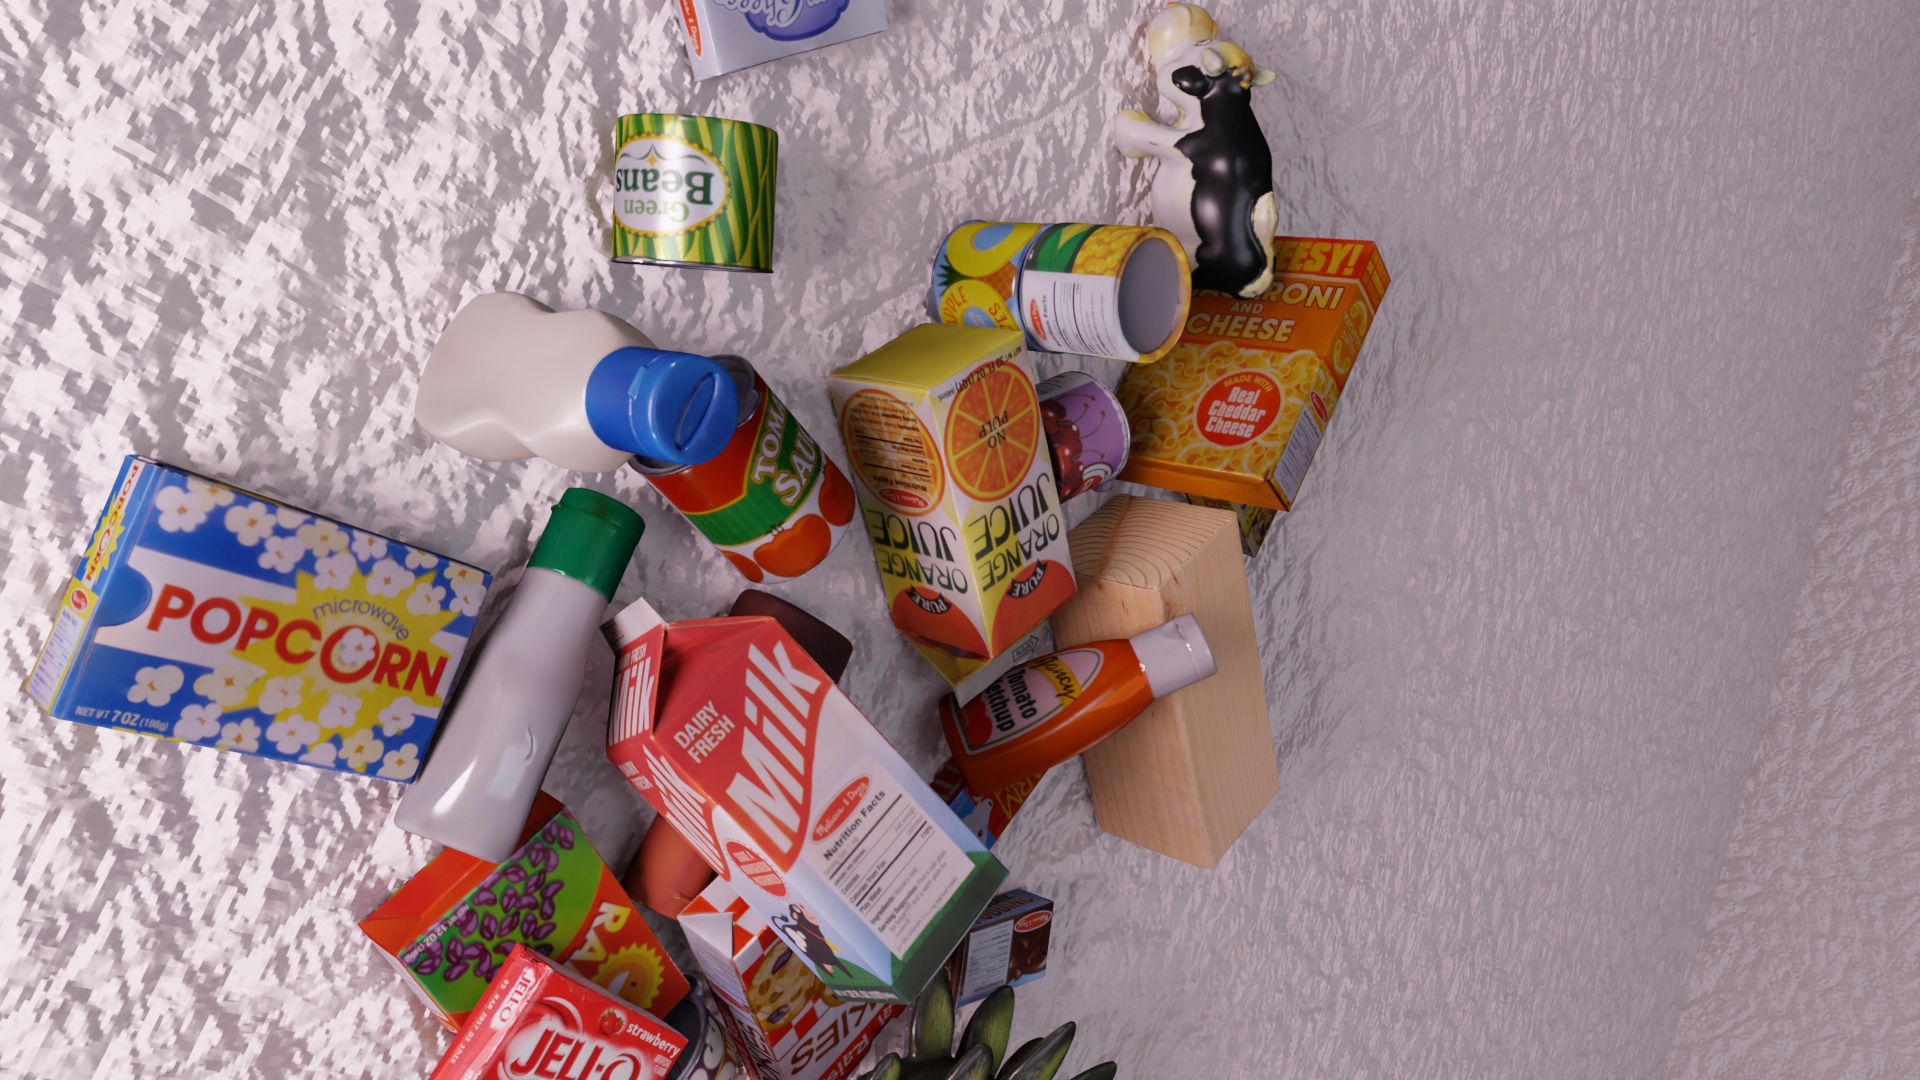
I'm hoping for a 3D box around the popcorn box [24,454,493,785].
[{"bbox_3d":[-0.239,0.031,0.487,0.126,0.038,0.085,26,81,-48],"label":"popcorn box"}]

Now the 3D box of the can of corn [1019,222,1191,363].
[{"bbox_3d":[0.074,-0.124,0.686,0.071,0.058,0.071,-16,112,-44],"label":"can of corn"}]

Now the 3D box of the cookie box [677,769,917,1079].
[{"bbox_3d":[-0.063,0.196,0.686,0.123,0.040,0.166,-43,144,-32],"label":"cookie box"}]

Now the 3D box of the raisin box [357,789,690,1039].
[{"bbox_3d":[-0.180,0.177,0.587,0.086,0.040,0.123,-44,128,-31],"label":"raisin box"}]

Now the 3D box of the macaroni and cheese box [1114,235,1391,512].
[{"bbox_3d":[0.167,-0.105,0.832,0.040,0.124,0.167,46,65,-46],"label":"macaroni and cheese box"}]

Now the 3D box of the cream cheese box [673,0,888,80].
[{"bbox_3d":[-0.078,-0.239,0.607,0.104,0.024,0.053,-33,123,-38],"label":"cream cheese box"}]

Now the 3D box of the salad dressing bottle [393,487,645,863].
[{"bbox_3d":[-0.171,0.051,0.552,0.044,0.064,0.148,31,68,-28],"label":"salad dressing bottle"}]

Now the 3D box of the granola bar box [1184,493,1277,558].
[{"bbox_3d":[0.199,-0.090,0.917,0.166,0.039,0.124,-62,149,-17],"label":"granola bar box"}]

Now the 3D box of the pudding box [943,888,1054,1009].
[{"bbox_3d":[0.017,0.241,0.822,0.084,0.030,0.049,0,99,-47],"label":"pudding box"}]

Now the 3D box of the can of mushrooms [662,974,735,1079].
[{"bbox_3d":[-0.136,0.235,0.627,0.071,0.071,0.033,-48,131,-28],"label":"can of mushrooms"}]

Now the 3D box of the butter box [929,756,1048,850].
[{"bbox_3d":[0.013,0.142,0.798,0.104,0.024,0.053,-50,132,-27],"label":"butter box"}]

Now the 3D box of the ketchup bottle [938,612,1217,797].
[{"bbox_3d":[0.064,0.085,0.756,0.149,0.065,0.043,-23,127,3],"label":"ketchup bottle"}]

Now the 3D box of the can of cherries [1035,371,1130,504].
[{"bbox_3d":[0.051,-0.051,0.759,0.058,0.071,0.071,-27,118,-40],"label":"can of cherries"}]

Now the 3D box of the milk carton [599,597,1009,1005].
[{"bbox_3d":[-0.077,0.100,0.580,0.190,0.072,0.074,49,59,-9],"label":"milk carton"}]

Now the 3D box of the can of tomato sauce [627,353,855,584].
[{"bbox_3d":[-0.093,-0.030,0.608,0.071,0.071,0.083,-58,135,-20],"label":"can of tomato sauce"}]

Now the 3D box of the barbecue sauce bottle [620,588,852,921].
[{"bbox_3d":[-0.107,0.100,0.644,0.064,0.043,0.149,38,72,-43],"label":"barbecue sauce bottle"}]

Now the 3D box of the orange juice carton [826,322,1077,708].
[{"bbox_3d":[0.003,-0.009,0.714,0.072,0.073,0.191,-36,124,-36],"label":"orange juice carton"}]

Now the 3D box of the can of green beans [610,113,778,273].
[{"bbox_3d":[-0.108,-0.140,0.567,0.071,0.071,0.057,-6,104,-46],"label":"can of green beans"}]

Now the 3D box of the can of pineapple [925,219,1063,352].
[{"bbox_3d":[0.027,-0.131,0.722,0.071,0.058,0.070,-15,110,-45],"label":"can of pineapple"}]

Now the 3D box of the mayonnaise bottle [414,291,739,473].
[{"bbox_3d":[-0.138,-0.054,0.494,0.041,0.148,0.065,35,74,-46],"label":"mayonnaise bottle"}]
